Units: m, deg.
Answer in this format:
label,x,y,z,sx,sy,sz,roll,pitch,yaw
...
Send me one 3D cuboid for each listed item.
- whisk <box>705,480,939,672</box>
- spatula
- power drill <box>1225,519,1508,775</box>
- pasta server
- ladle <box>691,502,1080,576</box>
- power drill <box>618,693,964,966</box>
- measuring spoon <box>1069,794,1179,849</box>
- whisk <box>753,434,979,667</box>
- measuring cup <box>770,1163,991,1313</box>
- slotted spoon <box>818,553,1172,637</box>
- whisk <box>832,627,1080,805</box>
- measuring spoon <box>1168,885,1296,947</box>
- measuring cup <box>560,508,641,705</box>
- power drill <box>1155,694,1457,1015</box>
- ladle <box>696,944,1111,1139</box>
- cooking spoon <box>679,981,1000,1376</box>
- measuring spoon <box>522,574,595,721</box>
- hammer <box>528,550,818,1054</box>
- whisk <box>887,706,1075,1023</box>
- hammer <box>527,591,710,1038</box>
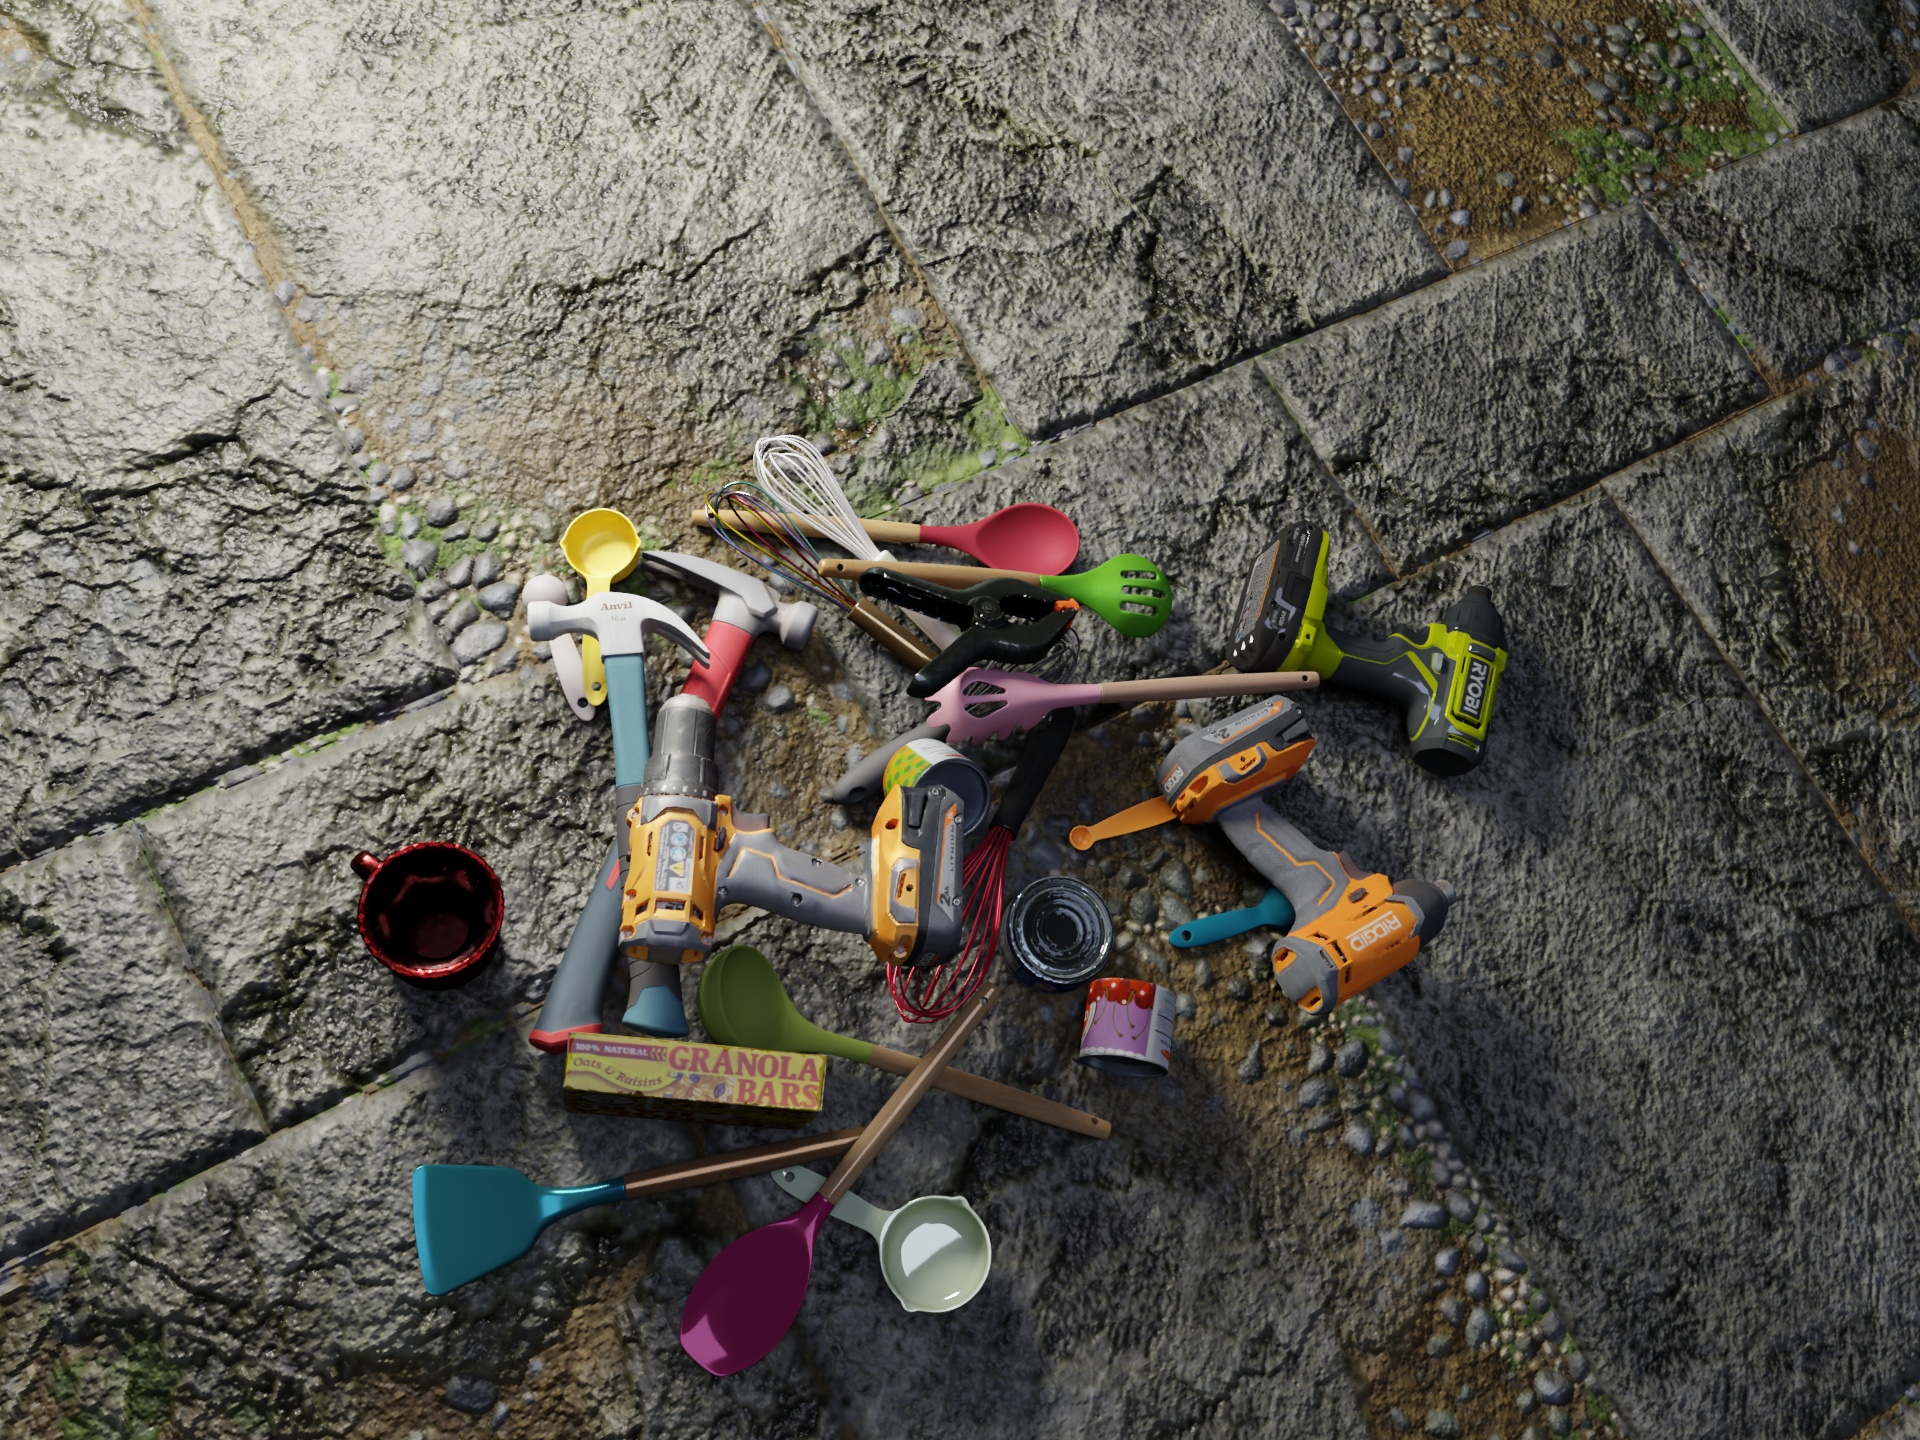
label,x,y,z,sx,sy,sz,roll,pitch,yaw
whisk,-0.099,-0.105,1.252,0.245,0.047,0.051,37,84,-7
spatula,-0.200,0.311,1.073,0.317,0.044,0.082,-9,72,-15
power drill,0.349,-0.071,1.334,0.223,0.080,0.171,23,67,-8
pasta server,0.130,-0.021,1.236,0.316,0.040,0.060,-4,82,-15
ladle,-0.059,-0.153,1.295,0.315,0.031,0.069,3,76,-10
power drill,-0.115,0.078,1.093,0.226,0.084,0.185,5,67,-11
measuring spoon,0.136,0.079,1.262,0.117,0.011,0.021,-17,78,-22
whisk,-0.072,-0.131,1.257,0.246,0.058,0.059,46,30,-7
measuring cup,-0.056,0.351,1.104,0.168,0.038,0.083,23,68,15
slotted spoon,0.038,-0.109,1.266,0.313,0.031,0.070,3,83,-23
whisk,-0.002,-0.004,1.241,0.239,0.055,0.055,-34,80,-18
measuring spoon,0.223,0.155,1.244,0.128,0.021,0.042,-13,73,-19
measuring cup,-0.275,-0.085,1.219,0.062,0.029,0.157,-1,77,-1
power drill,0.273,0.097,1.233,0.164,0.084,0.227,-23,69,-25
ladle,-0.036,0.240,1.136,0.320,0.062,0.078,20,42,-8
cooking spoon,-0.075,0.308,1.092,0.069,0.017,0.319,38,78,9
measuring spoon,-0.301,-0.057,1.205,0.034,0.018,0.124,-18,75,-19
hammer,-0.237,0.054,1.168,0.143,0.038,0.386,22,66,-3
whisk,0.023,0.100,1.201,0.073,0.073,0.296,29,61,-1
hammer,-0.230,0.062,1.128,0.128,0.033,0.331,-6,70,-11
